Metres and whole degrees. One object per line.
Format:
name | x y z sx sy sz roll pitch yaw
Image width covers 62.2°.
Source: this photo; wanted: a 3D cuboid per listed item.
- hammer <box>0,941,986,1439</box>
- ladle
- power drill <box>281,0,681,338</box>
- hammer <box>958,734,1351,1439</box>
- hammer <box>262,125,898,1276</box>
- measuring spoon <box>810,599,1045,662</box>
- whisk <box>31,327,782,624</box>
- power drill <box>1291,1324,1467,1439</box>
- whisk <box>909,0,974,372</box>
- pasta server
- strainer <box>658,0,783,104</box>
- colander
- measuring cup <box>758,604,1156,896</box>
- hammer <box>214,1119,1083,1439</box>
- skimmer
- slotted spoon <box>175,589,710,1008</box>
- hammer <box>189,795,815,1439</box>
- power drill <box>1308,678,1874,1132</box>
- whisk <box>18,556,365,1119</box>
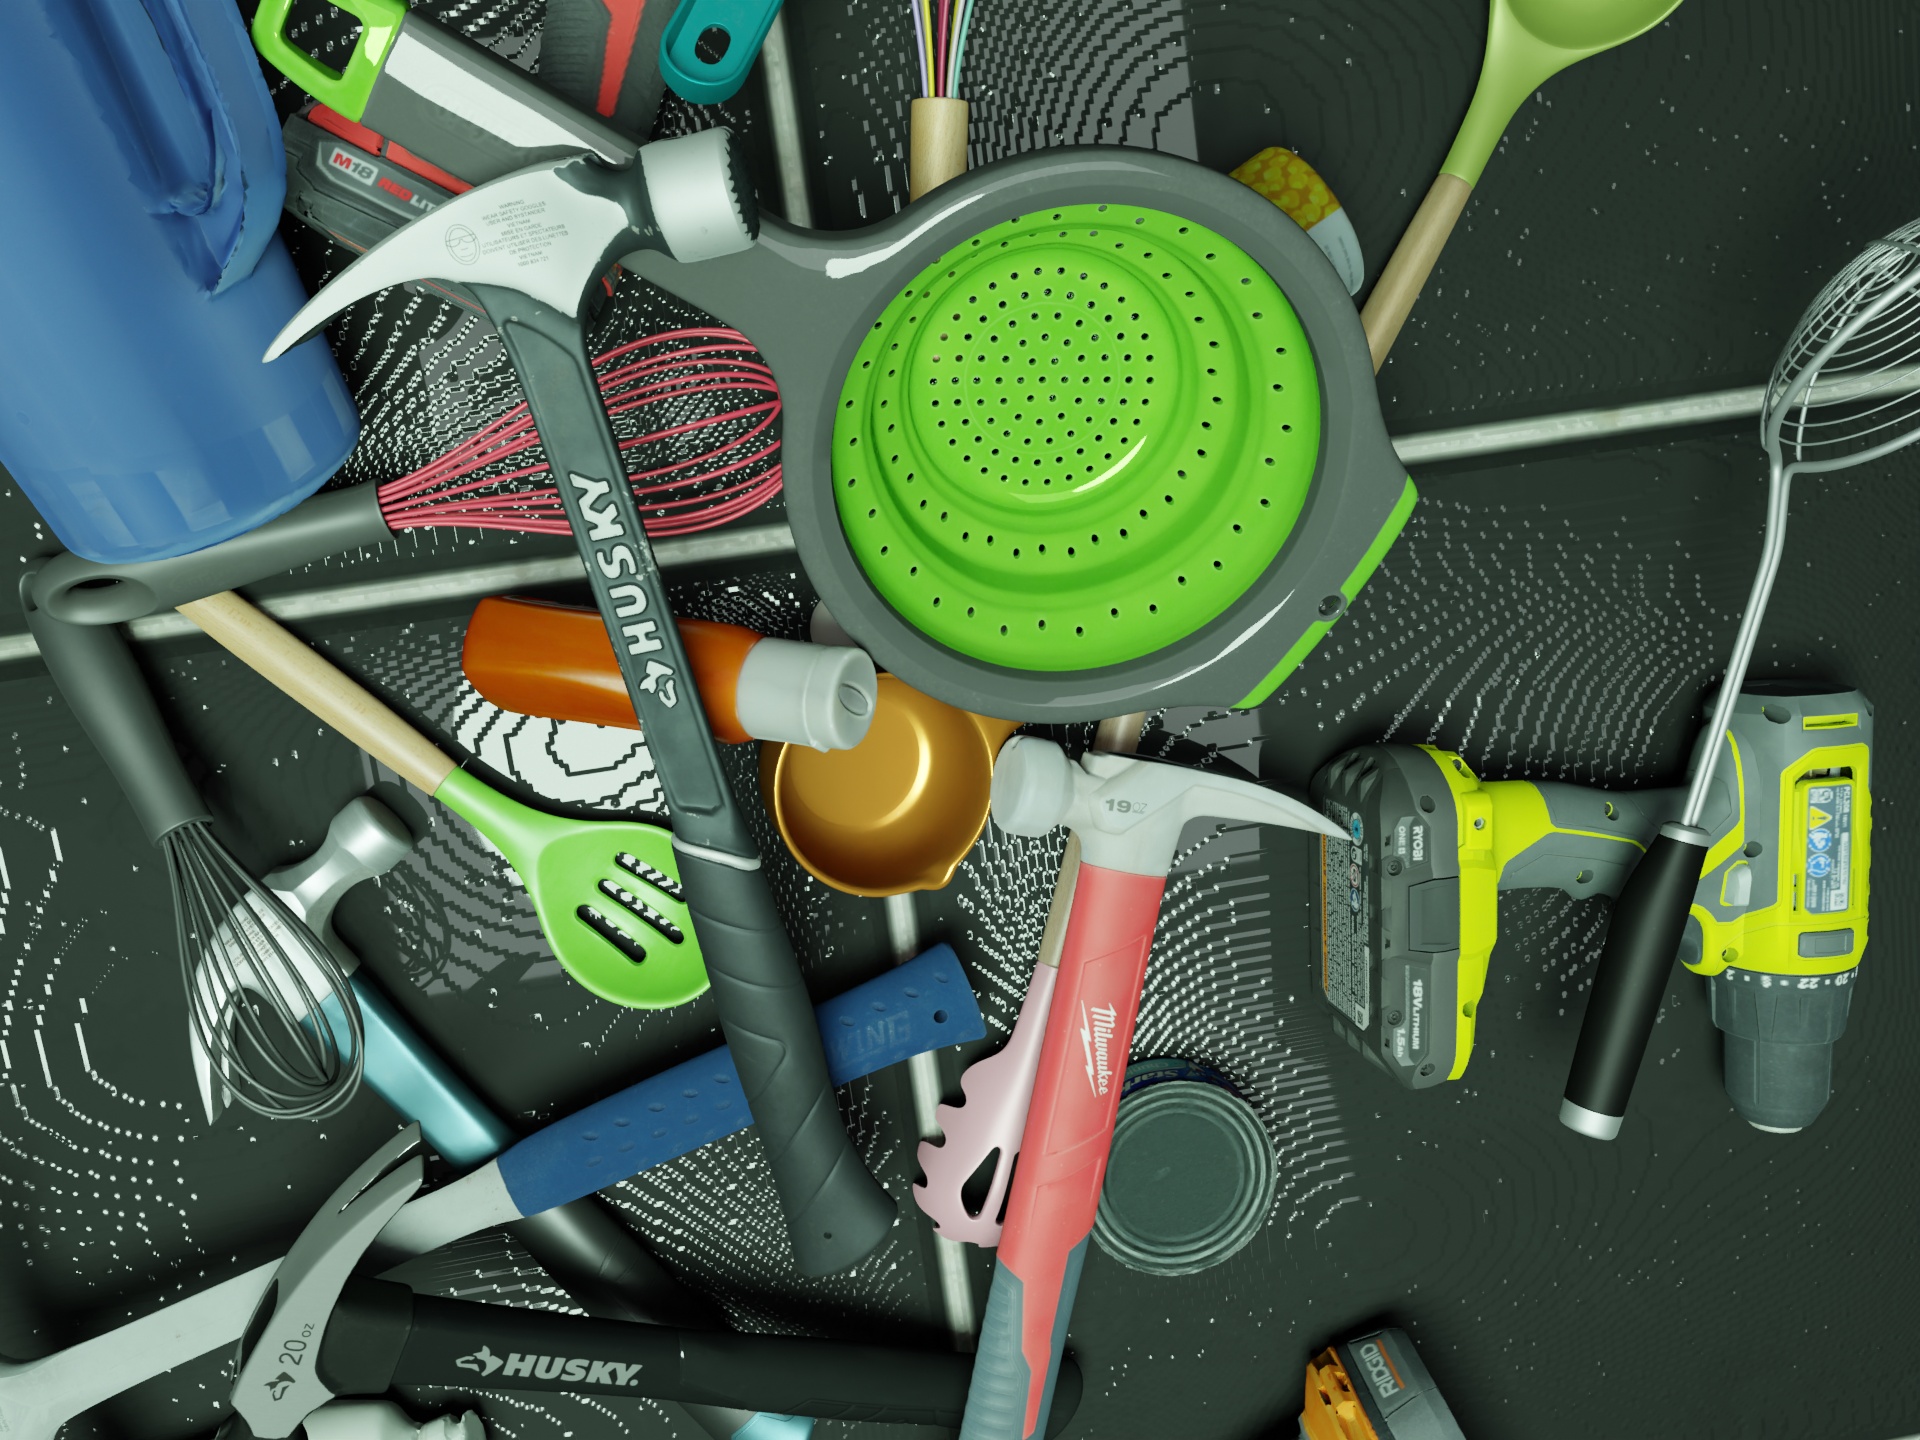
hammer | -0.185 0.178 0.608 0.405 0.035 0.144 -23 99 -9
ladle | 0.187 -0.188 0.624 0.078 0.062 0.320 26 97 -16
power drill | -0.149 -0.257 0.567 0.143 0.078 0.219 27 92 -10
hammer | 0.047 0.206 0.627 0.143 0.038 0.386 10 94 -19
hammer | -0.093 0.027 0.533 0.149 0.036 0.408 -11 114 6
measuring spoon | 0.002 -0.037 0.642 0.124 0.018 0.034 0 98 -7
whisk | -0.192 -0.082 0.585 0.296 0.073 0.073 -15 100 -4
power drill | 0.128 0.381 0.688 0.226 0.084 0.164 -29 101 3
whisk | -0.004 -0.257 0.601 0.051 0.047 0.245 2 102 3
pasta server | 0.045 0.074 0.661 0.060 0.040 0.316 15 92 -8
strainer | -0.017 -0.359 0.509 0.211 0.095 0.340 24 77 -7
colander | -0.032 -0.141 0.545 0.396 0.095 0.204 26 114 -21
measuring cup | -0.001 -0.002 0.633 0.173 0.052 0.095 -33 109 -12
hammer | -0.097 0.246 0.616 0.334 0.035 0.146 17 104 -26
skimmer | 0.308 -0.008 0.573 0.127 0.090 0.363 9 99 -44
slotted spoon | -0.220 0.006 0.620 0.313 0.031 0.070 38 87 -8
hammer | -0.175 0.192 0.648 0.128 0.033 0.331 -41 100 0
power drill | 0.268 0.085 0.662 0.228 0.080 0.190 -4 98 -8
whisk | -0.289 0.041 0.588 0.055 0.055 0.239 -31 83 -1
